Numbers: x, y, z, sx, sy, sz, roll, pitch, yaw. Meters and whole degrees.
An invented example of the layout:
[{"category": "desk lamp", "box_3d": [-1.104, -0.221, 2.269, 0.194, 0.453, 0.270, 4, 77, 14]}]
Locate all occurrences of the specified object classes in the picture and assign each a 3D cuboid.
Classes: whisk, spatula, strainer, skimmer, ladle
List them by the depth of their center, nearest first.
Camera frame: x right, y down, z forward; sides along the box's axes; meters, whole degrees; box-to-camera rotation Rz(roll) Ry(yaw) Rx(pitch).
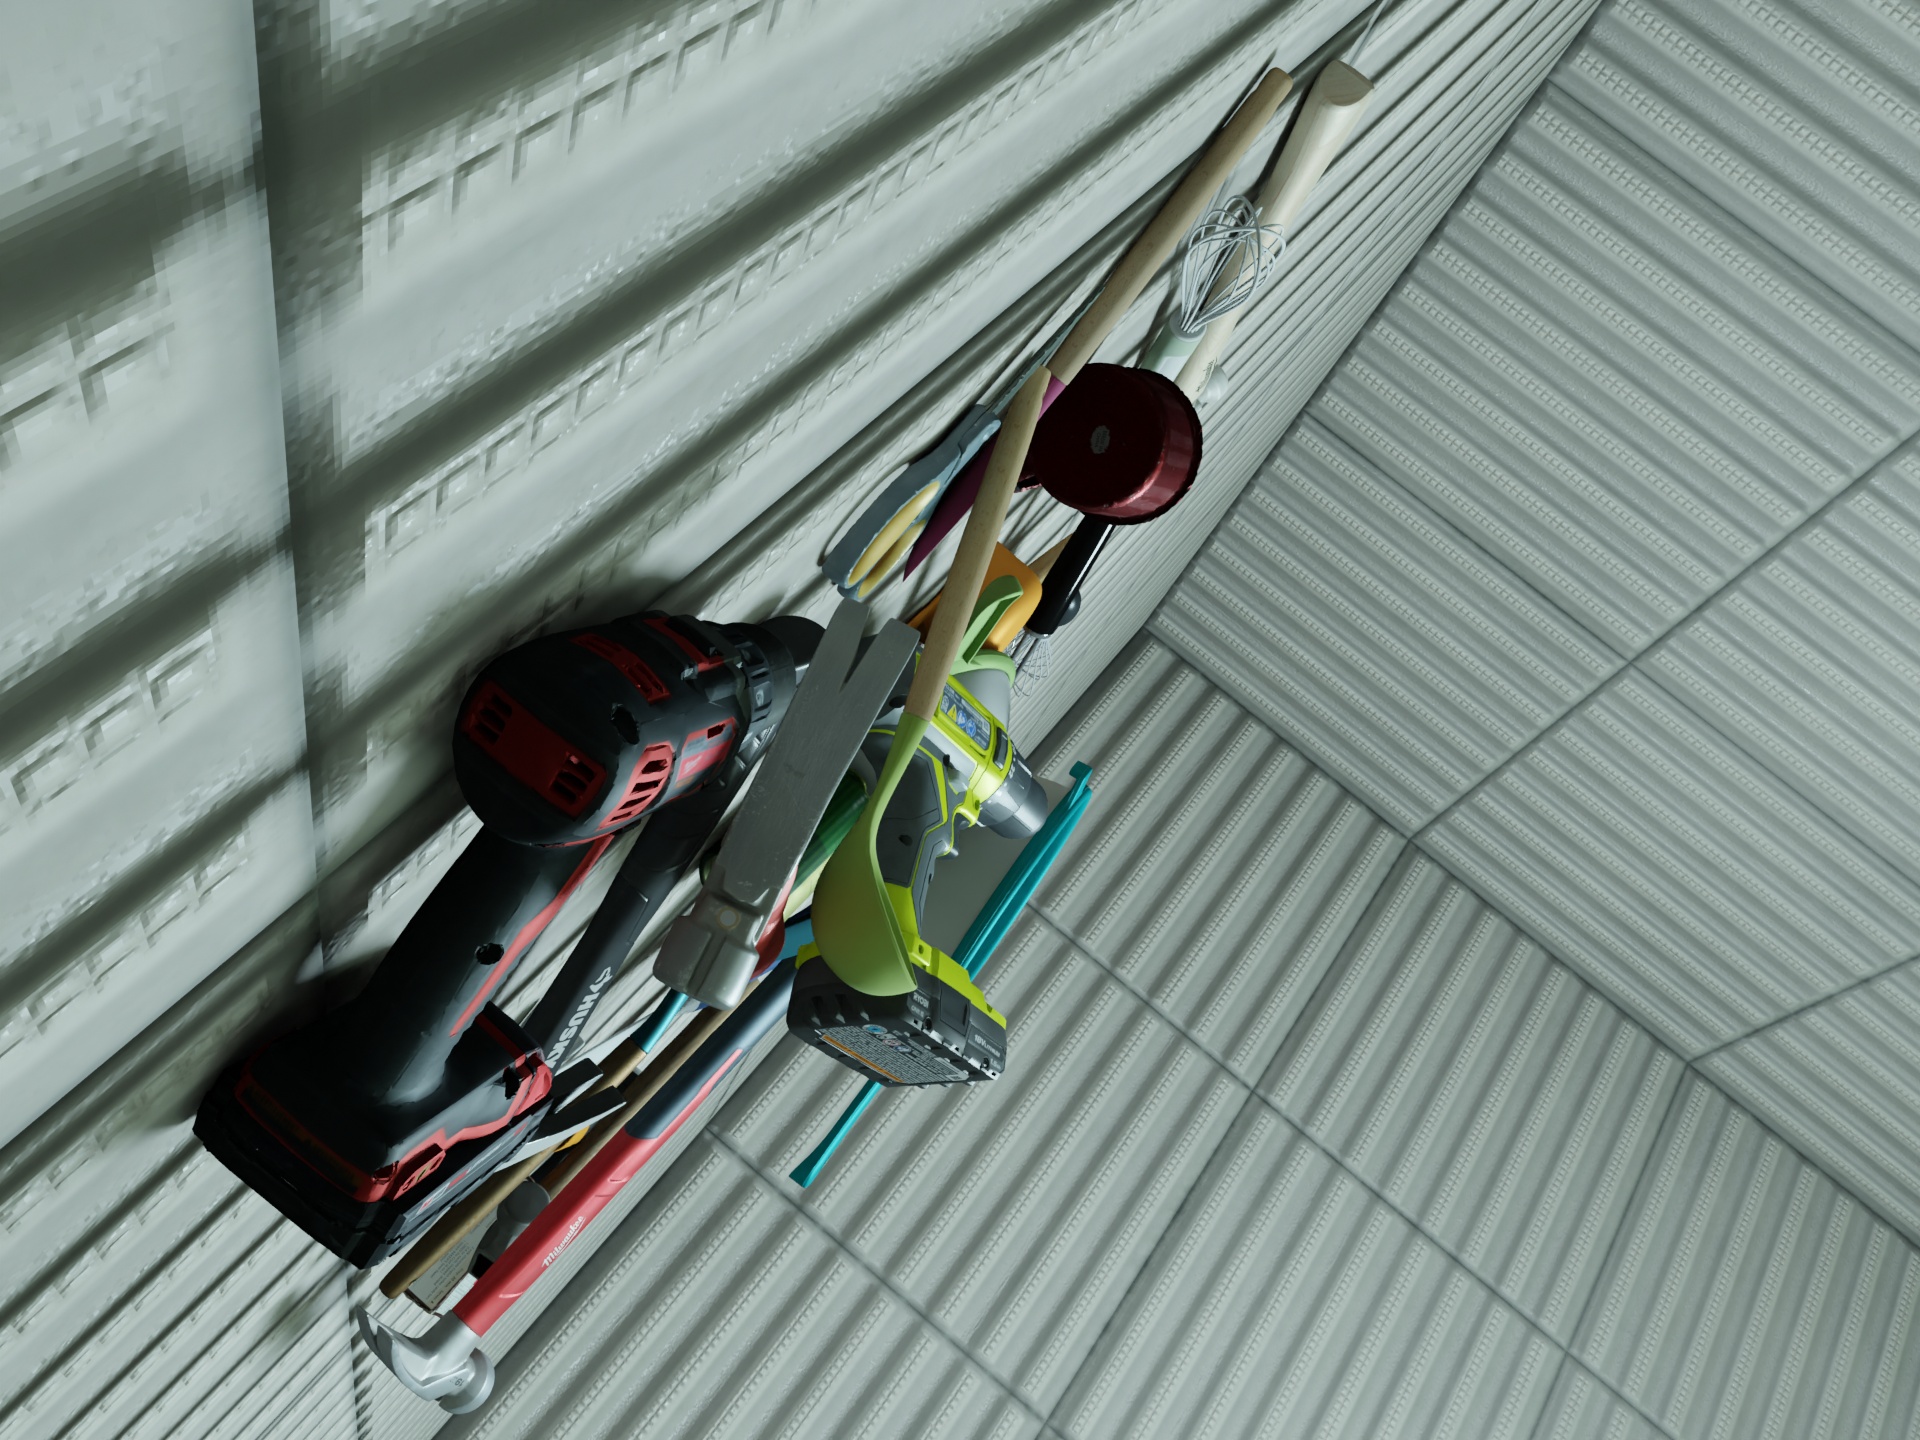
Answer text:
[{"category": "ladle", "box_3d": [-0.001, -0.023, 0.779, 0.078, 0.062, 0.320, 89, 20, -83]}, {"category": "spatula", "box_3d": [-0.193, 0.208, 0.892, 0.317, 0.044, 0.082, -44, 166, -13]}, {"category": "whisk", "box_3d": [0.146, -0.252, 1.000, 0.058, 0.059, 0.246, -10, 170, -10]}, {"category": "strainer", "box_3d": [-0.002, -0.003, 1.019, 0.151, 0.069, 0.256, -19, 162, -27]}, {"category": "strainer", "box_3d": [-0.038, 0.160, 1.118, 0.340, 0.095, 0.211, -52, 171, -16]}, {"category": "skimmer", "box_3d": [0.040, -0.004, 1.176, 0.127, 0.090, 0.363, 7, 133, -27]}, {"category": "whisk", "box_3d": [0.061, -0.069, 1.298, 0.070, 0.070, 0.284, -50, 180, -12]}]

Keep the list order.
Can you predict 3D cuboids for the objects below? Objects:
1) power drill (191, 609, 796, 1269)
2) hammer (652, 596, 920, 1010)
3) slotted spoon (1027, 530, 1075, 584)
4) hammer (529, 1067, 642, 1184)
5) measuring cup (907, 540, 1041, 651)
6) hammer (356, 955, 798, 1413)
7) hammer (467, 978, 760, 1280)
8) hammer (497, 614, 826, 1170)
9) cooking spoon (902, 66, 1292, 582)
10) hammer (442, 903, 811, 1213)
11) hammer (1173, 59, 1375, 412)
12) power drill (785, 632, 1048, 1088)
[{"category": "power drill", "box_3d": [-0.144, 0.058, 0.556, 0.226, 0.080, 0.188, -55, 174, 15]}, {"category": "hammer", "box_3d": [-0.083, 0.065, 0.705, 0.149, 0.036, 0.359, -64, -178, -16]}, {"category": "slotted spoon", "box_3d": [0.070, -0.117, 1.172, 0.314, 0.031, 0.070, -39, 171, -19]}, {"category": "hammer", "box_3d": [-0.297, 0.309, 1.189, 0.127, 0.034, 0.336, -50, 175, -14]}, {"category": "measuring cup", "box_3d": [0.000, -0.059, 1.049, 0.095, 0.052, 0.174, -54, 176, 32]}, {"category": "hammer", "box_3d": [-0.198, 0.249, 0.987, 0.386, 0.038, 0.143, -46, 152, -24]}, {"category": "hammer", "box_3d": [-0.241, 0.284, 1.154, 0.130, 0.031, 0.331, -56, 174, 35]}, {"category": "hammer", "box_3d": [-0.155, 0.090, 0.758, 0.334, 0.035, 0.146, -56, 156, 18]}, {"category": "cooking spoon", "box_3d": [0.065, -0.199, 0.822, 0.319, 0.017, 0.069, -52, -173, 11]}, {"category": "hammer", "box_3d": [-0.180, 0.183, 1.044, 0.144, 0.035, 0.405, -54, 167, 25]}, {"category": "hammer", "box_3d": [0.183, -0.290, 1.094, 0.146, 0.038, 0.410, -47, 173, -19]}, {"category": "power drill", "box_3d": [-0.014, 0.087, 0.909, 0.080, 0.190, 0.229, -12, -125, 30]}]
